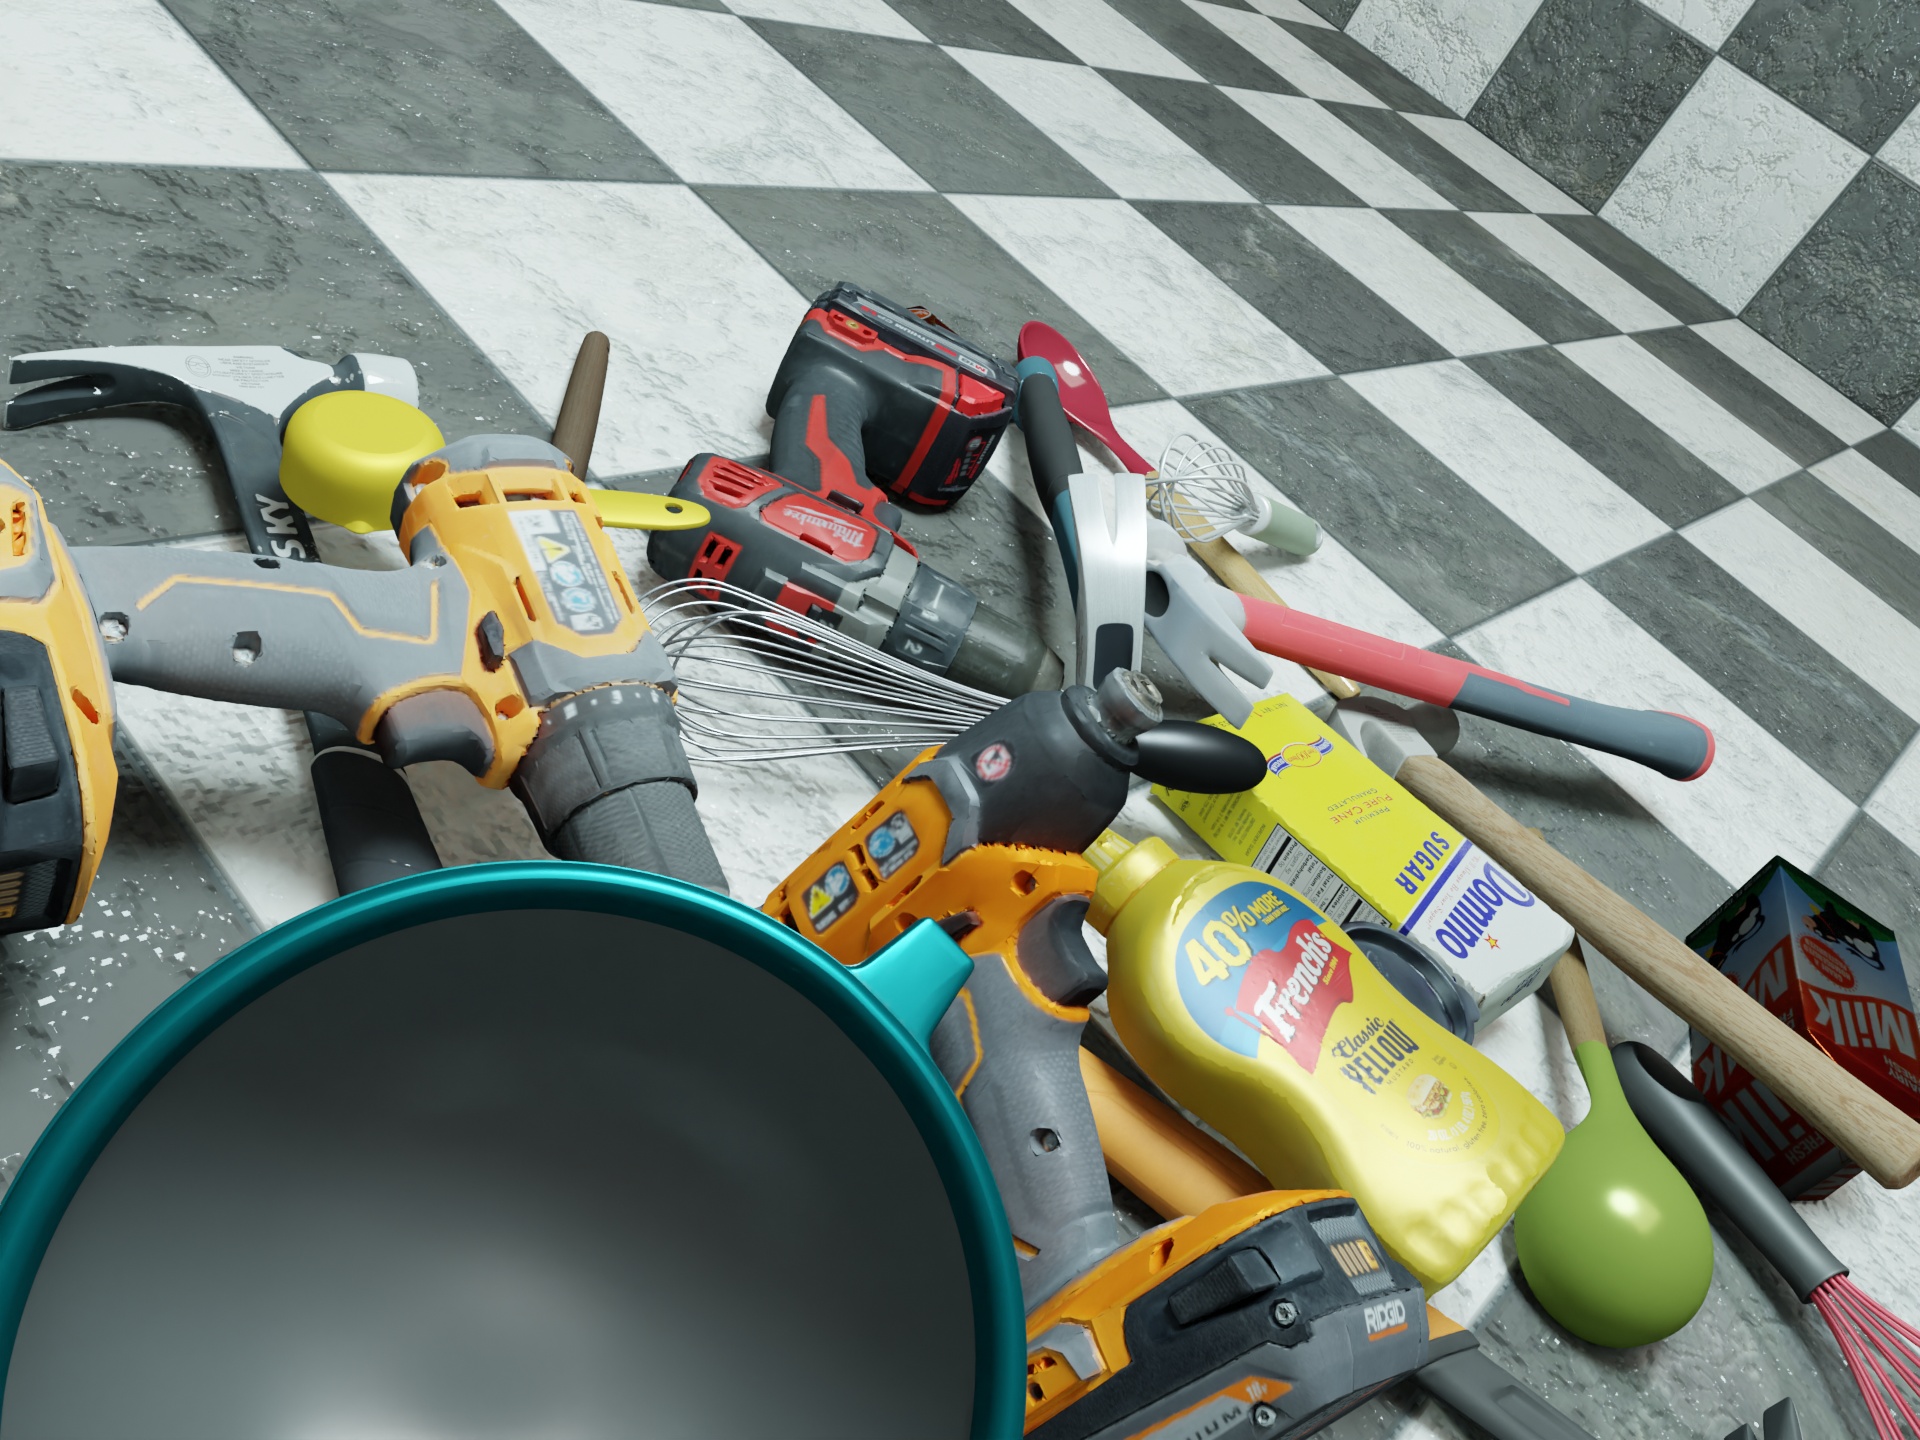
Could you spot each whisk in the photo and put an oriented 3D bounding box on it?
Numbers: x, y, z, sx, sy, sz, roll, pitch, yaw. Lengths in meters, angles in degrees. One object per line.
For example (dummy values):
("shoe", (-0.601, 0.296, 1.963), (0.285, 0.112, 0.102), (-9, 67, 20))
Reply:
("whisk", (-0.001, -0.003, 0.640), (0.284, 0.070, 0.070), (10, 40, -19))
("whisk", (0.363, 0.245, 0.641), (0.073, 0.073, 0.296), (5, 36, -33))
("whisk", (0.159, -0.117, 0.894), (0.246, 0.059, 0.058), (3, 82, -61))

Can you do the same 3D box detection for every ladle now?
("ladle", (0.273, 0.142, 0.718), (0.078, 0.062, 0.320), (27, 28, -3))
("ladle", (0.129, -0.126, 0.941), (0.069, 0.031, 0.316), (-8, 53, -49))

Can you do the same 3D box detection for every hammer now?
("hammer", (0.144, 0.197, 0.548), (0.337, 0.034, 0.127), (35, 36, 5))
("hammer", (-0.207, 0.003, 0.522), (0.149, 0.036, 0.409), (-2, 47, -37))
("hammer", (0.293, 0.088, 0.740), (0.130, 0.031, 0.332), (-1, 34, -40))
("hammer", (0.261, -0.011, 0.820), (0.386, 0.038, 0.143), (13, 28, -27))
("hammer", (0.054, -0.110, 0.811), (0.033, 0.128, 0.331), (-1, 32, -4))

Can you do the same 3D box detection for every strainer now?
("strainer", (-0.159, 0.138, 0.338), (0.340, 0.095, 0.211), (5, 72, -17))

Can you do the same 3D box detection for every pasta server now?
("pasta server", (-0.161, -0.092, 0.670), (0.040, 0.060, 0.317), (0, 38, -6))

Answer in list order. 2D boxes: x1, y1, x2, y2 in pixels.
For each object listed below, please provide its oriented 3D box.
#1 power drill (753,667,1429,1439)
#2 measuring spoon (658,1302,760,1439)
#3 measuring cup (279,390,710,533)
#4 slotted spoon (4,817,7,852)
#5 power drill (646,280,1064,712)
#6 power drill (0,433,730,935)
("power drill", (0.035, 0.102, 0.468), (0.084, 0.164, 0.227), (17, 36, -52))
("measuring spoon", (-0.052, 0.162, 0.465), (0.042, 0.021, 0.129), (42, 26, 0))
("measuring cup", (-0.169, -0.093, 0.592), (0.156, 0.029, 0.062), (4, 41, -20))
("slotted spoon", (-0.390, 0.019, 0.371), (0.313, 0.031, 0.070), (6, 47, -29))
("power drill", (-0.029, -0.100, 0.750), (0.188, 0.080, 0.227), (26, 38, -8))
("power drill", (-0.180, 0.004, 0.446), (0.226, 0.084, 0.185), (-9, 61, -41))
